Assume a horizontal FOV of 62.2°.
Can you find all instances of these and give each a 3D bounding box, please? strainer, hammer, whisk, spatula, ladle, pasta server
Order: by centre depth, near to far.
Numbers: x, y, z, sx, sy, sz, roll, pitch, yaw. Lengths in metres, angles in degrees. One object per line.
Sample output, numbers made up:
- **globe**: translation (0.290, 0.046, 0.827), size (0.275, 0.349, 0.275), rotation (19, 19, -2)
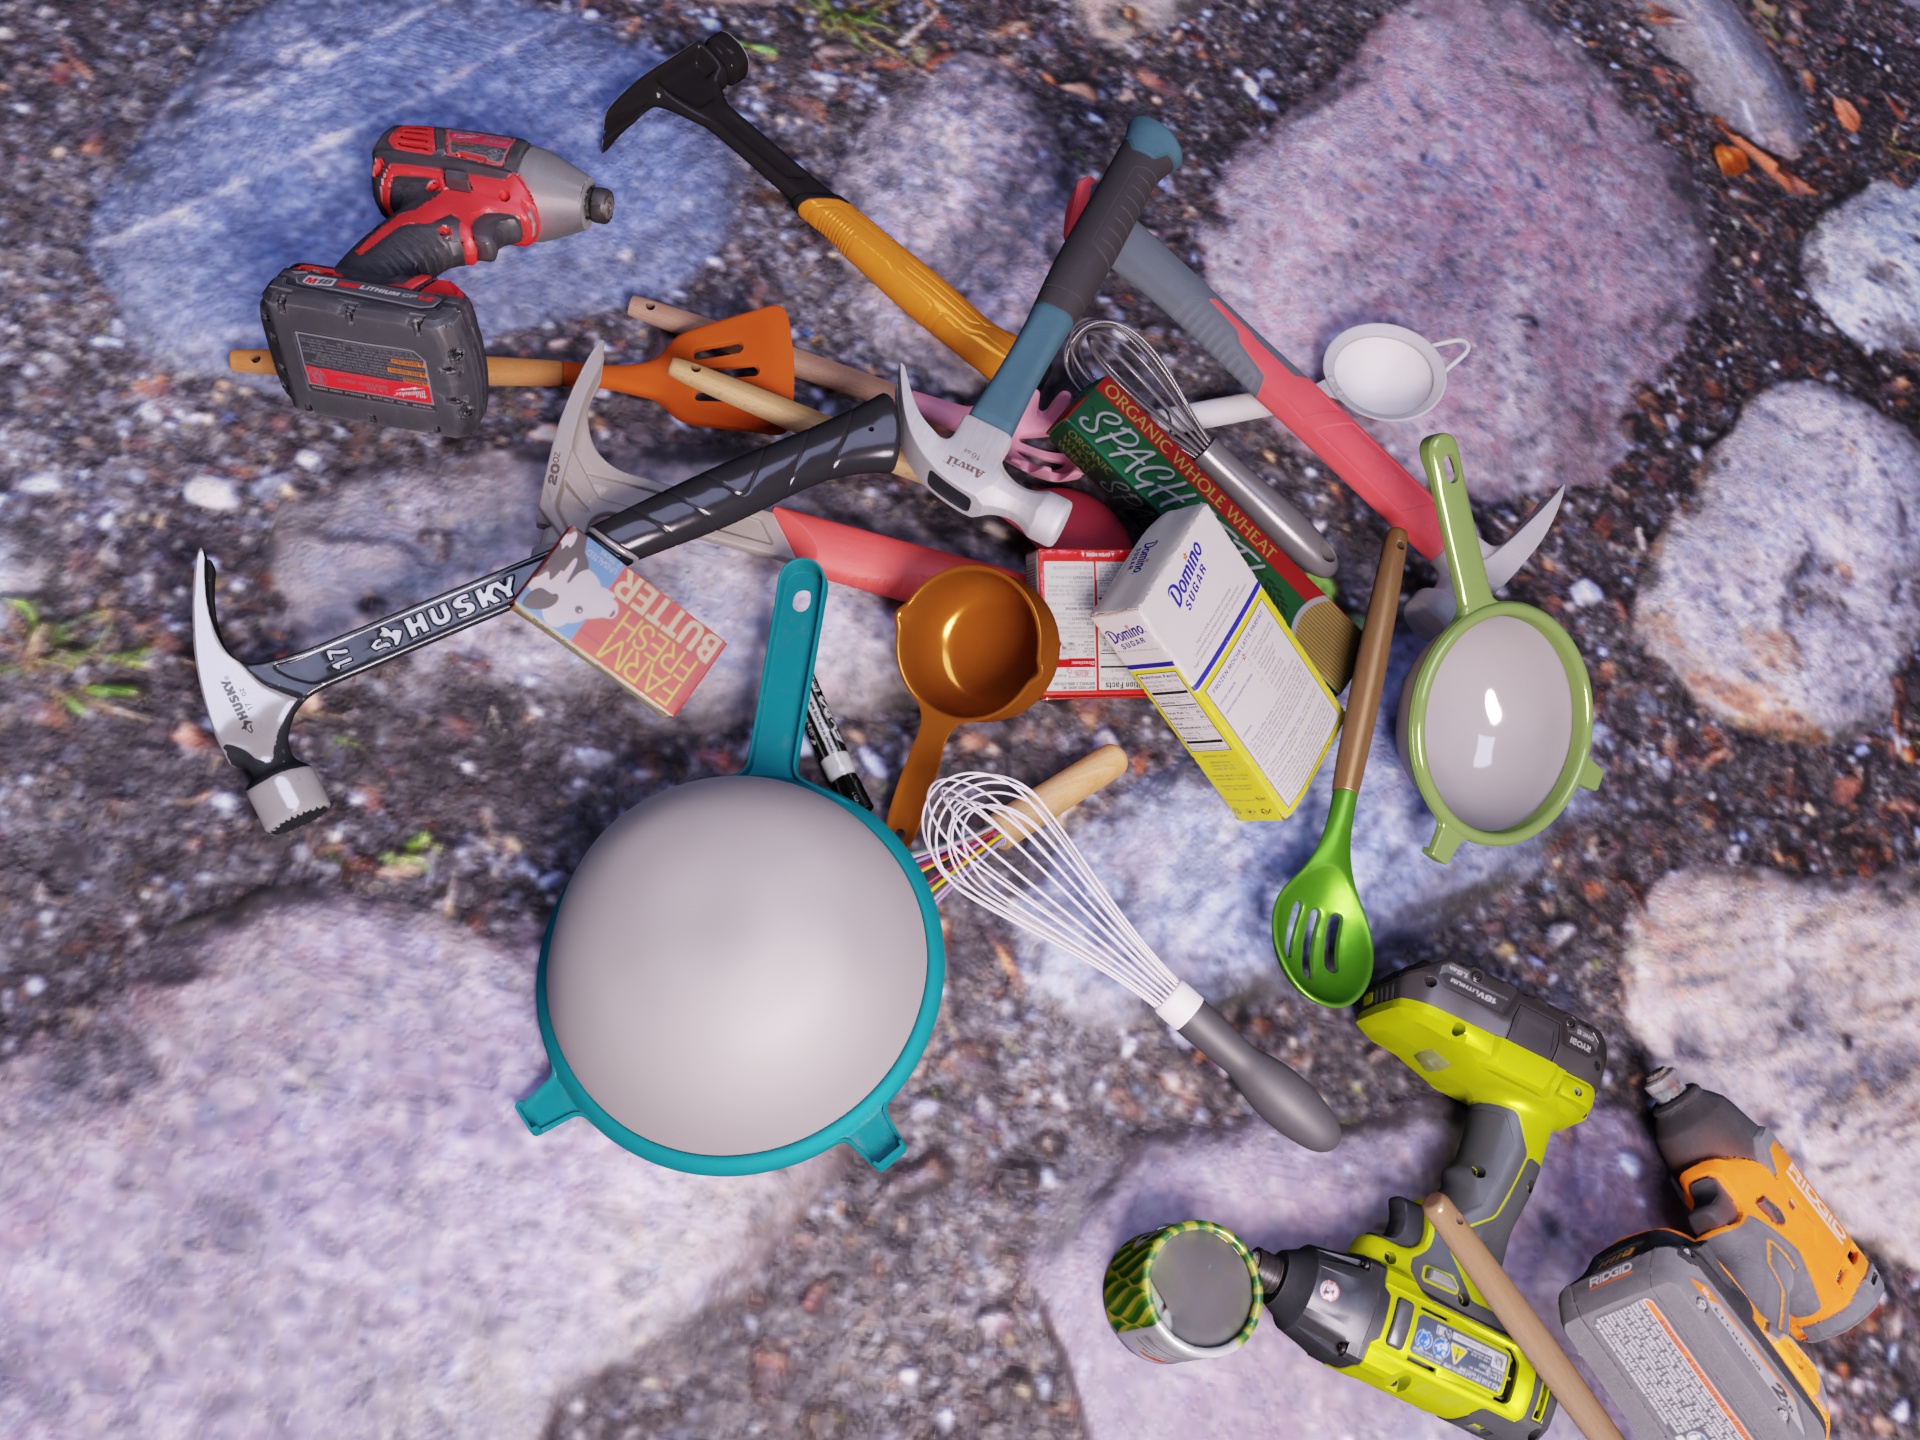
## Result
- **strainer**: translation (-0.108, 0.051, 0.806), size (0.211, 0.095, 0.341), rotation (4, 66, 6)
- **whisk**: translation (0.091, 0.128, 0.841), size (0.284, 0.070, 0.070), rotation (42, 62, 2)
- **hammer**: translation (-0.212, -0.092, 0.872), size (0.409, 0.036, 0.149), rotation (-27, 86, -18)
- **whisk**: translation (0.002, 0.073, 0.897), size (0.245, 0.047, 0.051), rotation (-30, 78, -30)
- **spatula**: translation (-0.262, -0.211, 0.948), size (0.322, 0.041, 0.081), rotation (-1, 87, -15)
- **hammer**: translation (-0.065, -0.107, 0.949), size (0.359, 0.036, 0.149), rotation (14, 77, -12)
- **ladle**: translation (-0.029, -0.156, 0.976), size (0.315, 0.031, 0.069), rotation (21, 58, -14)
- **strainer**: translation (0.304, -0.049, 0.985), size (0.151, 0.069, 0.256), rotation (-21, 101, -25)
- **hammer**: translation (0.064, -0.259, 0.986), size (0.128, 0.033, 0.331), rotation (26, 63, 4)
- **pasta server**: translation (-0.057, -0.216, 1.013), size (0.316, 0.040, 0.060), rotation (18, 68, -6)
- **whisk**: translation (0.159, -0.174, 1.039), size (0.239, 0.055, 0.055), rotation (41, 61, -8)
- **hammer**: translation (-0.079, -0.323, 1.058), size (0.337, 0.034, 0.127), rotation (40, 61, 4)
- **hammer**: translation (0.225, -0.231, 1.062), size (0.386, 0.038, 0.143), rotation (45, 72, 4)
- **strainer**: translation (0.232, -0.224, 1.100), size (0.258, 0.050, 0.087), rotation (-13, 64, -15)

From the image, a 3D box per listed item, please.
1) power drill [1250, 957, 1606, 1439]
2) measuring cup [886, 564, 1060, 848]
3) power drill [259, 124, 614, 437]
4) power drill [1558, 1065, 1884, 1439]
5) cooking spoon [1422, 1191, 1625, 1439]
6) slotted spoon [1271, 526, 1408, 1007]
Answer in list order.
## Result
- **power drill**: translation (0.257, 0.252, 0.867), size (0.171, 0.080, 0.223), rotation (27, 65, -4)
- **measuring cup**: translation (-0.001, -0.003, 0.909), size (0.095, 0.052, 0.173), rotation (23, 99, 21)
- **power drill**: translation (-0.295, -0.265, 0.919), size (0.143, 0.078, 0.220), rotation (10, 49, 2)
- **power drill**: translation (0.405, 0.289, 0.856), size (0.226, 0.084, 0.164), rotation (-18, 69, -51)
- **cooking spoon**: translation (0.324, 0.359, 0.812), size (0.318, 0.017, 0.069), rotation (53, 49, -12)
- **slotted spoon**: translation (0.238, 0.021, 0.958), size (0.070, 0.031, 0.314), rotation (22, 69, -16)
